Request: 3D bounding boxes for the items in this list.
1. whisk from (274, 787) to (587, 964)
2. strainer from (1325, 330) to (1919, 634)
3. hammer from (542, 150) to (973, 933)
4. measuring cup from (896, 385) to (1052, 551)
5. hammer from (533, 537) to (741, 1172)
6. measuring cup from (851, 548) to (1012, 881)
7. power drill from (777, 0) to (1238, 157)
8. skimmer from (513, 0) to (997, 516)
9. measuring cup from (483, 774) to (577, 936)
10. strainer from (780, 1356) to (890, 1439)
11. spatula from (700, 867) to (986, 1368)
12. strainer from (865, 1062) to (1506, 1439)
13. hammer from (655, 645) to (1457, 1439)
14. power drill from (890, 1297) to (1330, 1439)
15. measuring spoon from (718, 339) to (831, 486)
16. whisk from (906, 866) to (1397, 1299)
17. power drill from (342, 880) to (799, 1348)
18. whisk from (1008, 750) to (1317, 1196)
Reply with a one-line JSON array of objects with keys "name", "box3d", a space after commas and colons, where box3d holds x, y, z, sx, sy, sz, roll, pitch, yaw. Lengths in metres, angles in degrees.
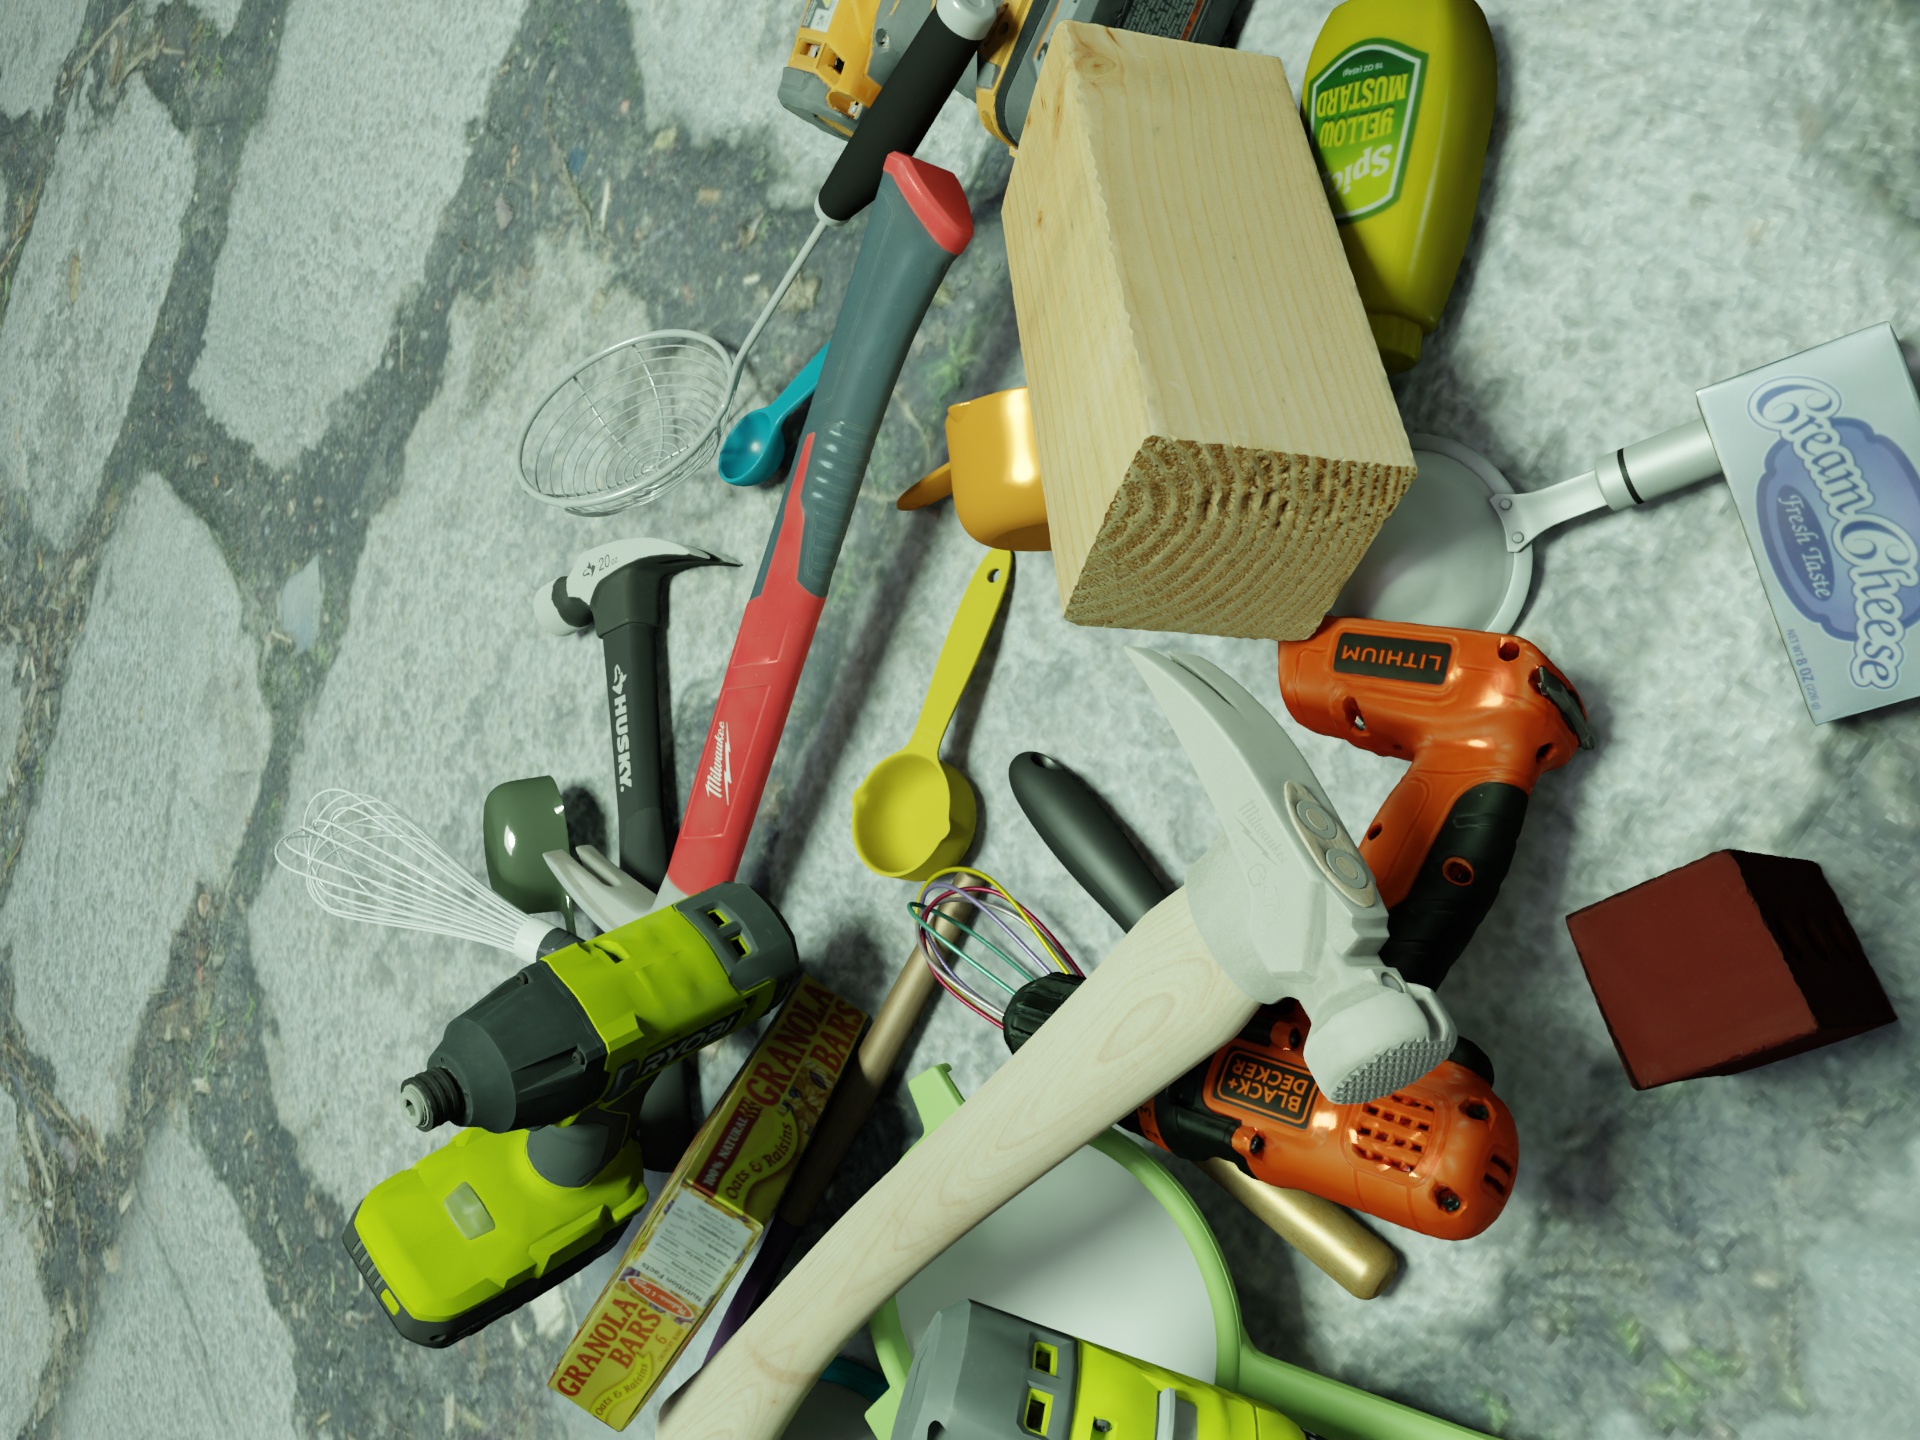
[{"name": "whisk", "box3d": [-0.240, 0.102, 0.811, 0.285, 0.070, 0.070, 19, 97, 25]}, {"name": "strainer", "box3d": [0.205, -0.076, 0.516, 0.258, 0.050, 0.087, -21, 86, 35]}, {"name": "hammer", "box3d": [-0.088, -0.061, 0.711, 0.143, 0.038, 0.386, 31, 112, 29]}, {"name": "measuring cup", "box3d": [0.019, -0.092, 0.671, 0.173, 0.095, 0.052, -18, 77, 59]}, {"name": "hammer", "box3d": [-0.163, 0.064, 0.832, 0.146, 0.035, 0.335, -19, 72, 40]}, {"name": "measuring cup", "box3d": [-0.001, -0.002, 0.708, 0.062, 0.029, 0.156, 16, 83, 42]}, {"name": "power drill", "box3d": [0.020, -0.336, 0.697, 0.226, 0.084, 0.185, 35, 105, 44]}, {"name": "skimmer", "box3d": [-0.110, -0.212, 0.734, 0.363, 0.090, 0.127, -40, 31, 50]}, {"name": "measuring cup", "box3d": [-0.229, 0.107, 0.857, 0.083, 0.038, 0.168, 117, 142, -50]}, {"name": "strainer", "box3d": [-0.060, 0.328, 0.660, 0.211, 0.095, 0.340, 28, 104, 41]}, {"name": "spatula", "box3d": [-0.065, 0.204, 0.724, 0.018, 0.060, 0.316, 27, 102, -3]}, {"name": "strainer", "box3d": [0.089, 0.220, 0.570, 0.256, 0.069, 0.151, 11, 97, 27]}, {"name": "hammer", "box3d": [-0.011, 0.155, 0.548, 0.410, 0.038, 0.146, -51, 48, 34]}, {"name": "power drill", "box3d": [0.050, 0.297, 0.519, 0.080, 0.190, 0.228, -73, 3, -57]}, {"name": "measuring spoon", "box3d": [-0.073, -0.163, 0.799, 0.128, 0.021, 0.042, -41, 44, 20]}, {"name": "whisk", "box3d": [0.063, 0.131, 0.610, 0.245, 0.051, 0.047, 35, 83, 35]}, {"name": "power drill", "box3d": [-0.179, 0.171, 0.681, 0.080, 0.171, 0.223, 48, 130, 18]}, {"name": "whisk", "box3d": [0.085, 0.086, 0.600, 0.055, 0.055, 0.239, -58, 47, 20]}]
